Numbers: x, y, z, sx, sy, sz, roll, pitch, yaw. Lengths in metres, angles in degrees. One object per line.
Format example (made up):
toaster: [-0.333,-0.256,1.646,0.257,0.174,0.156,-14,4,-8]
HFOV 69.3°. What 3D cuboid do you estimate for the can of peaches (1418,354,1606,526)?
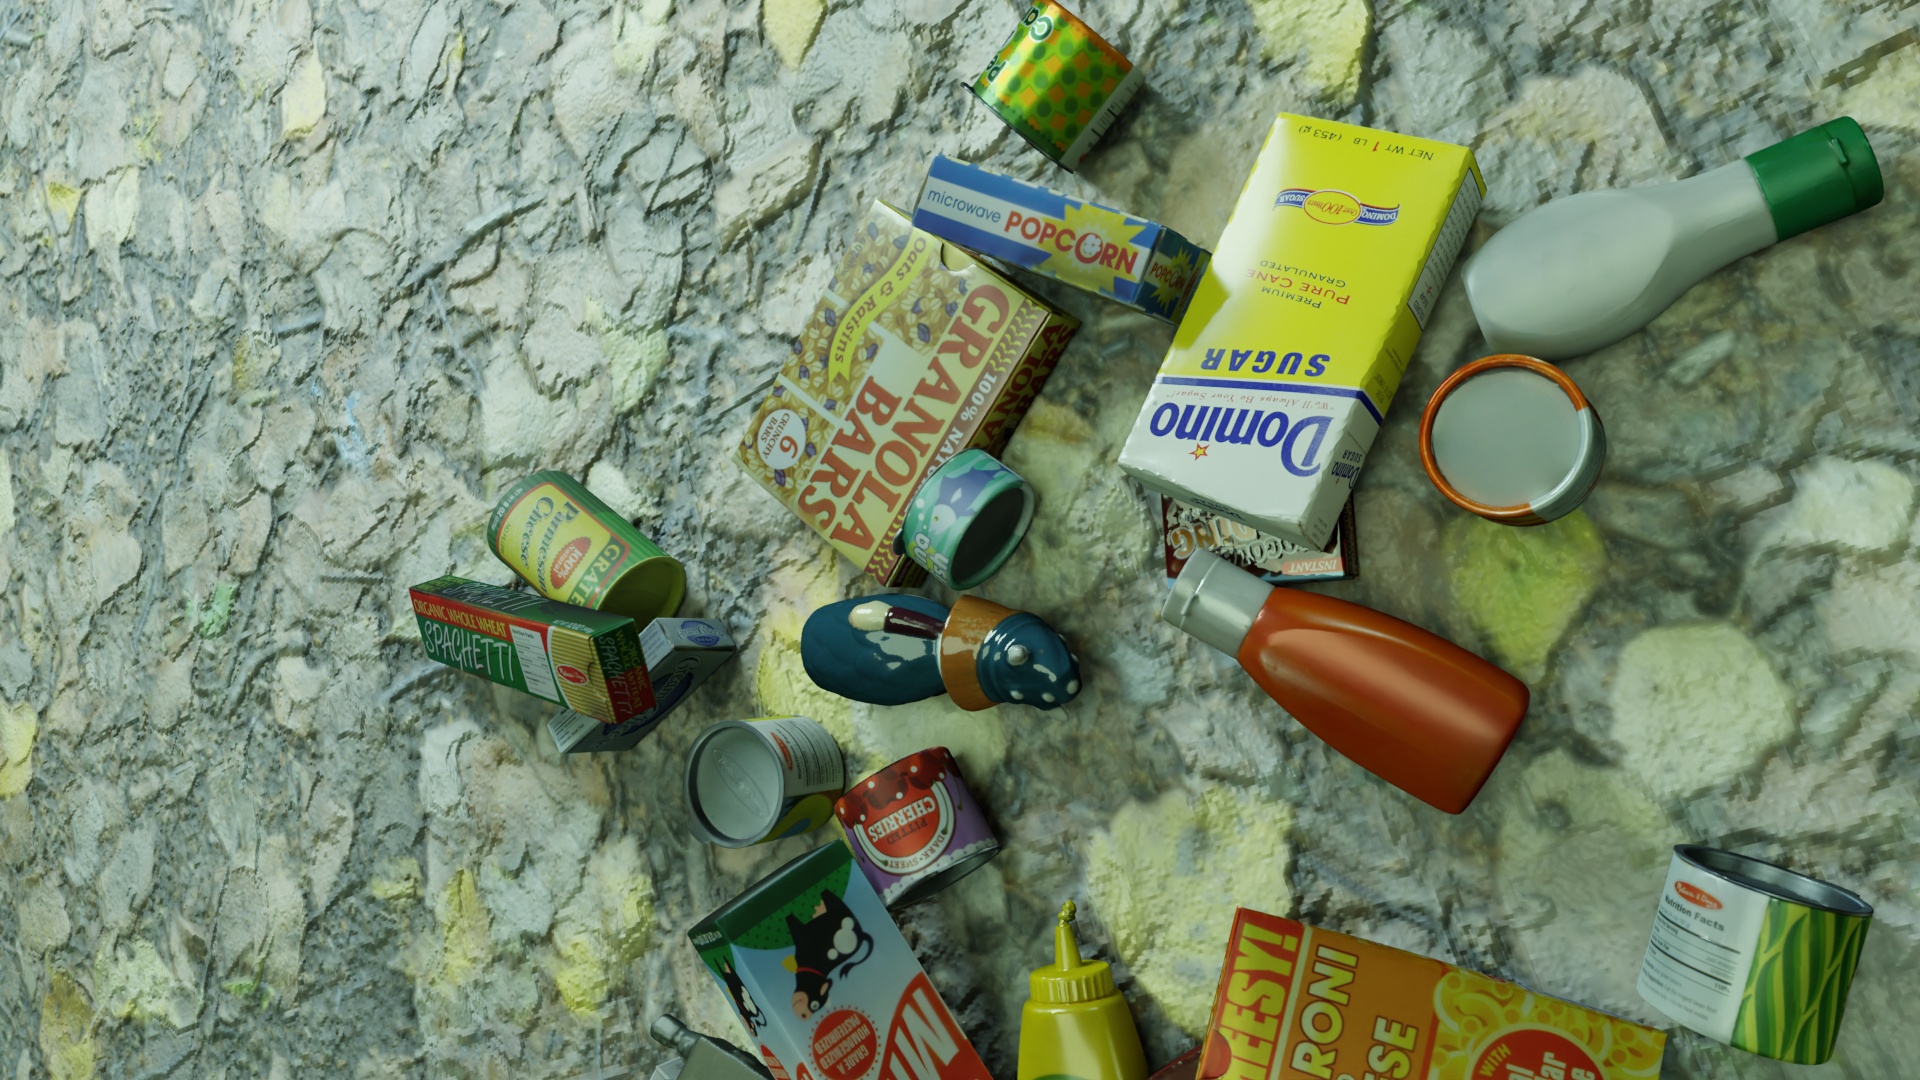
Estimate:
can of peaches: [0.225,-0.041,0.572,0.071,0.058,0.071,-2,86,28]

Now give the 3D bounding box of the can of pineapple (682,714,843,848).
can of pineapple: [-0.106,0.128,0.742,0.071,0.058,0.071,-2,85,29]

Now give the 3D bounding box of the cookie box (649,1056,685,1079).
cookie box: [-0.125,0.381,0.745,0.168,0.040,0.122,35,102,27]

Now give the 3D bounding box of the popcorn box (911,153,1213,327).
popcorn box: [0.051,-0.141,0.659,0.127,0.085,0.038,26,100,27]

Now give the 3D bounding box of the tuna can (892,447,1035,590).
tuna can: [0.002,-0.009,0.685,0.033,0.071,0.071,37,104,25]

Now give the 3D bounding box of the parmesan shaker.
parmesan shaker: [-0.220,0.014,0.807,0.103,0.071,0.071,34,103,26]

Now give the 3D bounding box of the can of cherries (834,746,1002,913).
can of cherries: [-0.022,0.142,0.687,0.071,0.071,0.058,-37,70,22]

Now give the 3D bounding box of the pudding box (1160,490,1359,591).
pudding box: [0.136,-0.003,0.634,0.083,0.030,0.049,-5,85,29]

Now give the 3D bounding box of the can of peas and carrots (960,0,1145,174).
can of peas and carrots: [0.045,-0.224,0.677,0.071,0.071,0.058,47,108,23]

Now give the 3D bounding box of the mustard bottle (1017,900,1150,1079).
mustard bottle: [0.056,0.251,0.649,0.065,0.049,0.160,-11,81,27]

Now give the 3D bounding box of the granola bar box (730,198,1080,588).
granola bar box: [-0.033,-0.076,0.727,0.124,0.039,0.165,38,104,25]

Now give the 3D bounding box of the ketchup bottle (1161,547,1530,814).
ketchup bottle: [0.159,0.053,0.592,0.149,0.044,0.064,29,113,15]

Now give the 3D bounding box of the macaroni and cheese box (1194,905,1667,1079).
macaroni and cheese box: [0.177,0.229,0.552,0.166,0.040,0.124,13,78,15]

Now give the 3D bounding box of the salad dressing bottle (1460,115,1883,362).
salad dressing bottle: [0.280,-0.120,0.556,0.147,0.044,0.064,-22,71,25]

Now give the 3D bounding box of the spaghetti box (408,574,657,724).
spaghetti box: [-0.252,0.057,0.793,0.250,0.029,0.050,7,112,48]

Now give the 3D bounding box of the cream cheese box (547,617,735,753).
cream cheese box: [-0.181,0.083,0.790,0.103,0.053,0.024,-42,67,20]

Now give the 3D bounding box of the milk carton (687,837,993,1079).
milk carton: [-0.045,0.246,0.665,0.190,0.074,0.072,57,151,4]

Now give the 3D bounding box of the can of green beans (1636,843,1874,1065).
can of green beans: [0.294,0.152,0.516,0.071,0.071,0.057,15,95,29]
